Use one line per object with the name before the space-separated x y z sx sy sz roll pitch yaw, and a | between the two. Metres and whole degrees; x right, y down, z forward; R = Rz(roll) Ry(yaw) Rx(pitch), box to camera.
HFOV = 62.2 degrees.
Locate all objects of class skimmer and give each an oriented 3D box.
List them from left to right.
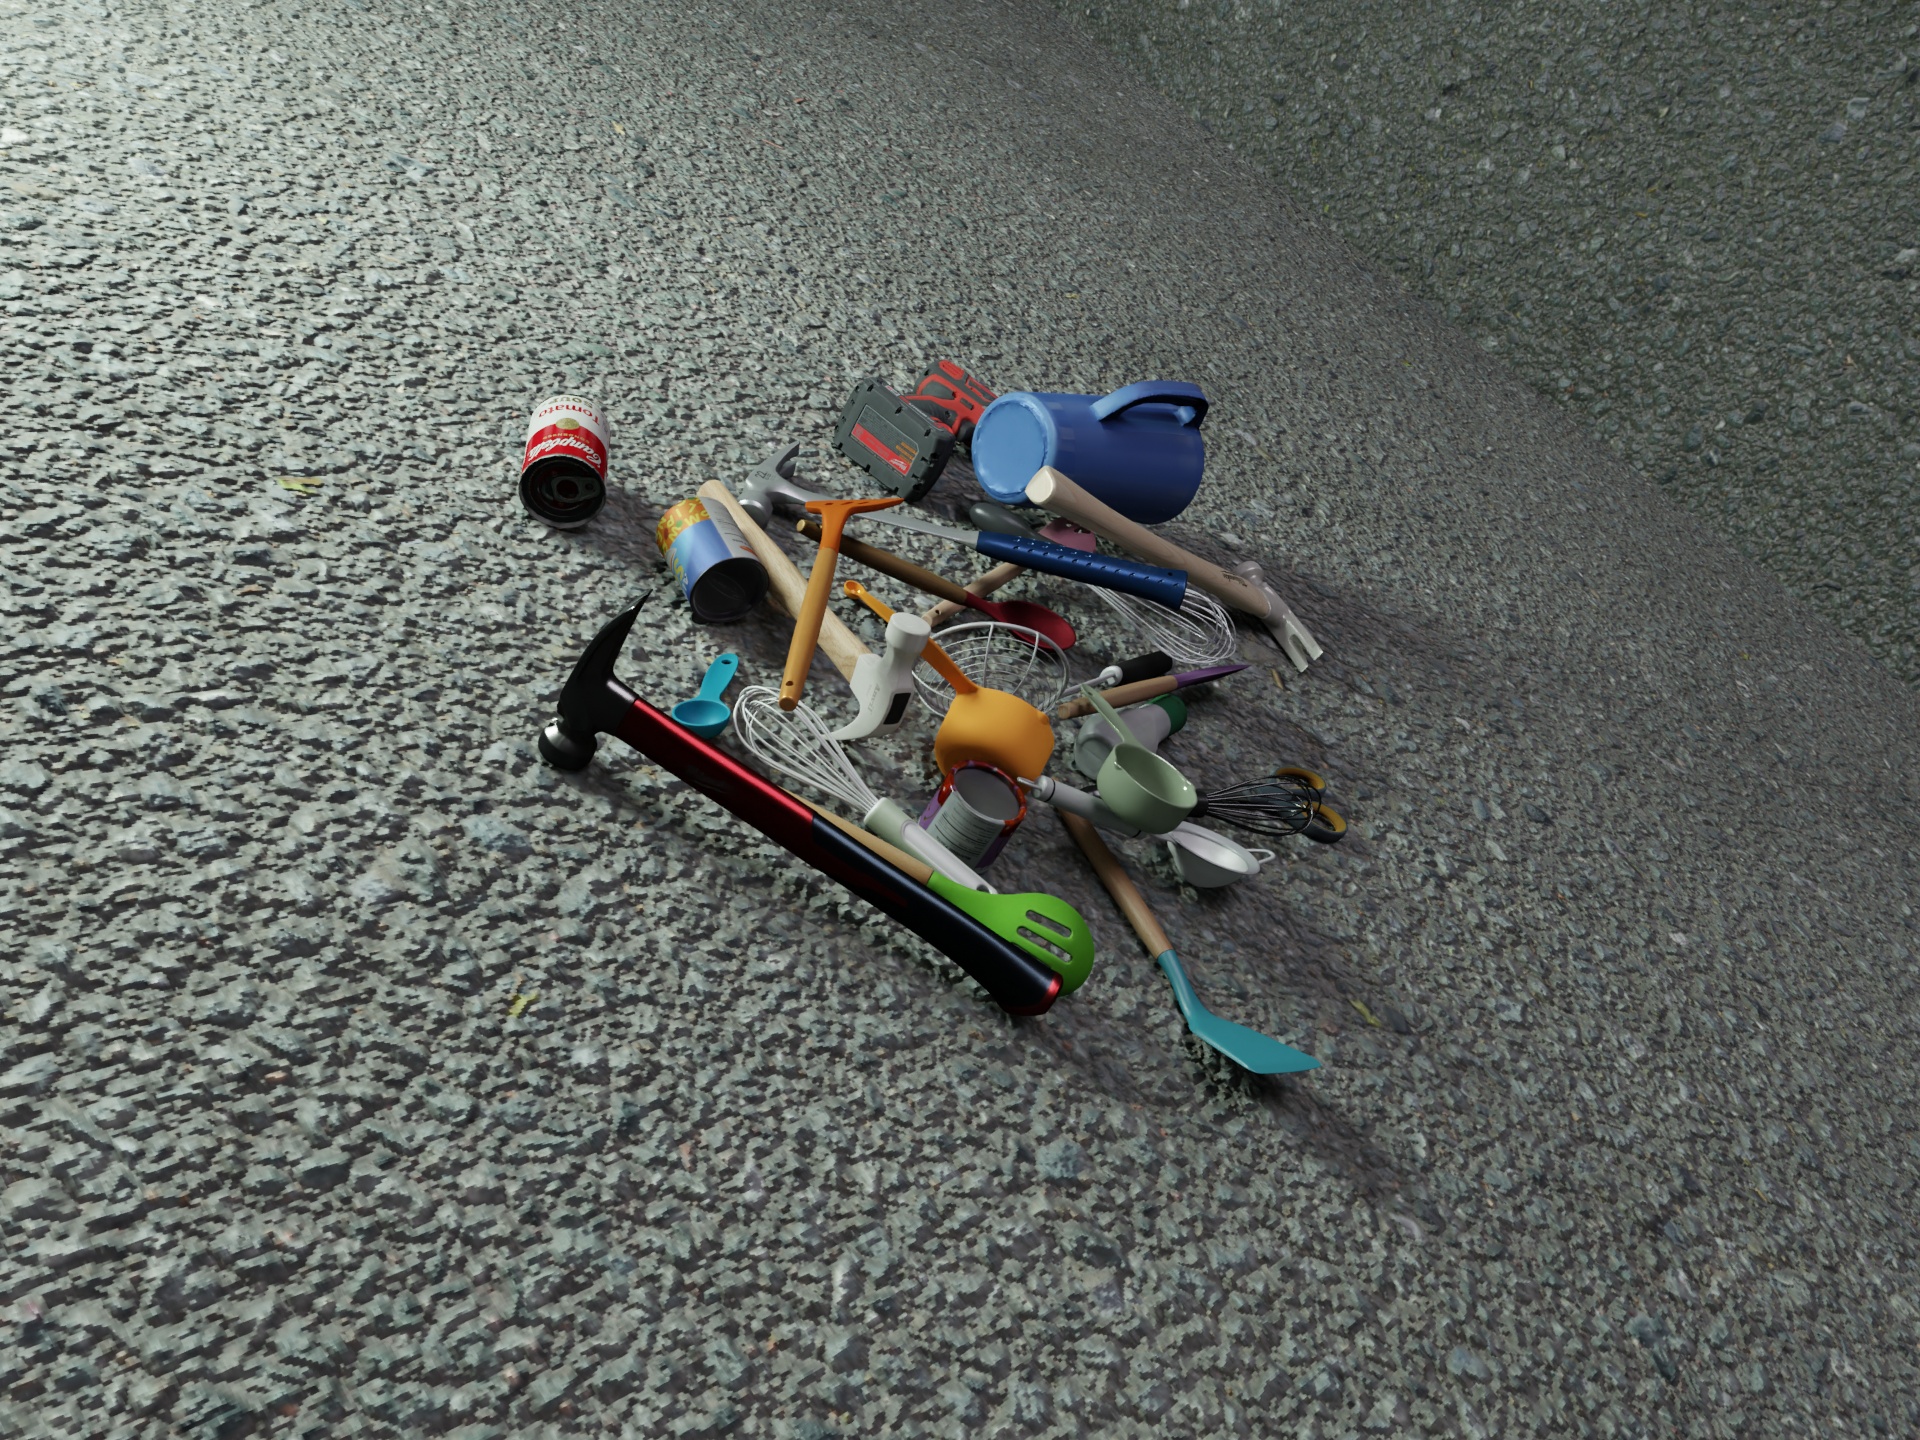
skimmer | 0.093 -0.056 1.387 0.363 0.127 0.090 -17 82 -57

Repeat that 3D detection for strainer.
strainer | 0.145 0.088 1.257 0.258 0.050 0.087 23 13 -30

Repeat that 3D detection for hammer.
hammer | -0.132 -0.099 1.268 0.031 0.130 0.332 -3 35 -37
hammer | -0.089 0.069 1.056 0.386 0.143 0.038 34 30 -4
hammer | 0.005 -0.169 1.439 0.405 0.035 0.144 14 34 -1
hammer | 0.212 -0.154 1.566 0.410 0.038 0.146 19 32 -45

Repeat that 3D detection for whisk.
whisk | -0.068 0.060 1.154 0.246 0.059 0.058 40 51 5
whisk | 0.132 -0.133 1.498 0.284 0.070 0.070 30 33 10
whisk | 0.204 0.069 1.345 0.238 0.055 0.055 3 42 -24

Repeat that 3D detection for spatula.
spatula | -0.099 -0.100 1.164 0.081 0.041 0.323 -1 37 6
spatula | 0.150 0.151 1.207 0.082 0.044 0.318 6 39 -42
spatula | 0.177 -0.030 1.417 0.316 0.060 0.018 -14 93 -53

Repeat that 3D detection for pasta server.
pasta server | 0.049 -0.141 1.527 0.060 0.040 0.316 39 38 12

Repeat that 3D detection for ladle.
ladle | -0.017 -0.115 1.381 0.315 0.031 0.069 20 30 -40

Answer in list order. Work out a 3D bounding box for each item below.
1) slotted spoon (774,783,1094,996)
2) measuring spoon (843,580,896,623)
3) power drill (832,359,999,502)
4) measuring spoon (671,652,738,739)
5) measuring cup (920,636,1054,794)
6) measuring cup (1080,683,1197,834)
slotted spoon | -0.046 0.102 1.120 0.314 0.070 0.031 28 -11 4
measuring spoon | -0.056 -0.082 1.381 0.117 0.011 0.021 39 34 5
power drill | -0.005 -0.290 1.634 0.188 0.080 0.227 39 31 12
measuring spoon | -0.185 -0.017 1.191 0.042 0.021 0.129 6 26 2
measuring cup | -0.002 -0.004 1.213 0.173 0.095 0.052 47 50 -28
measuring cup | 0.124 0.029 1.253 0.083 0.038 0.168 16 26 -34
